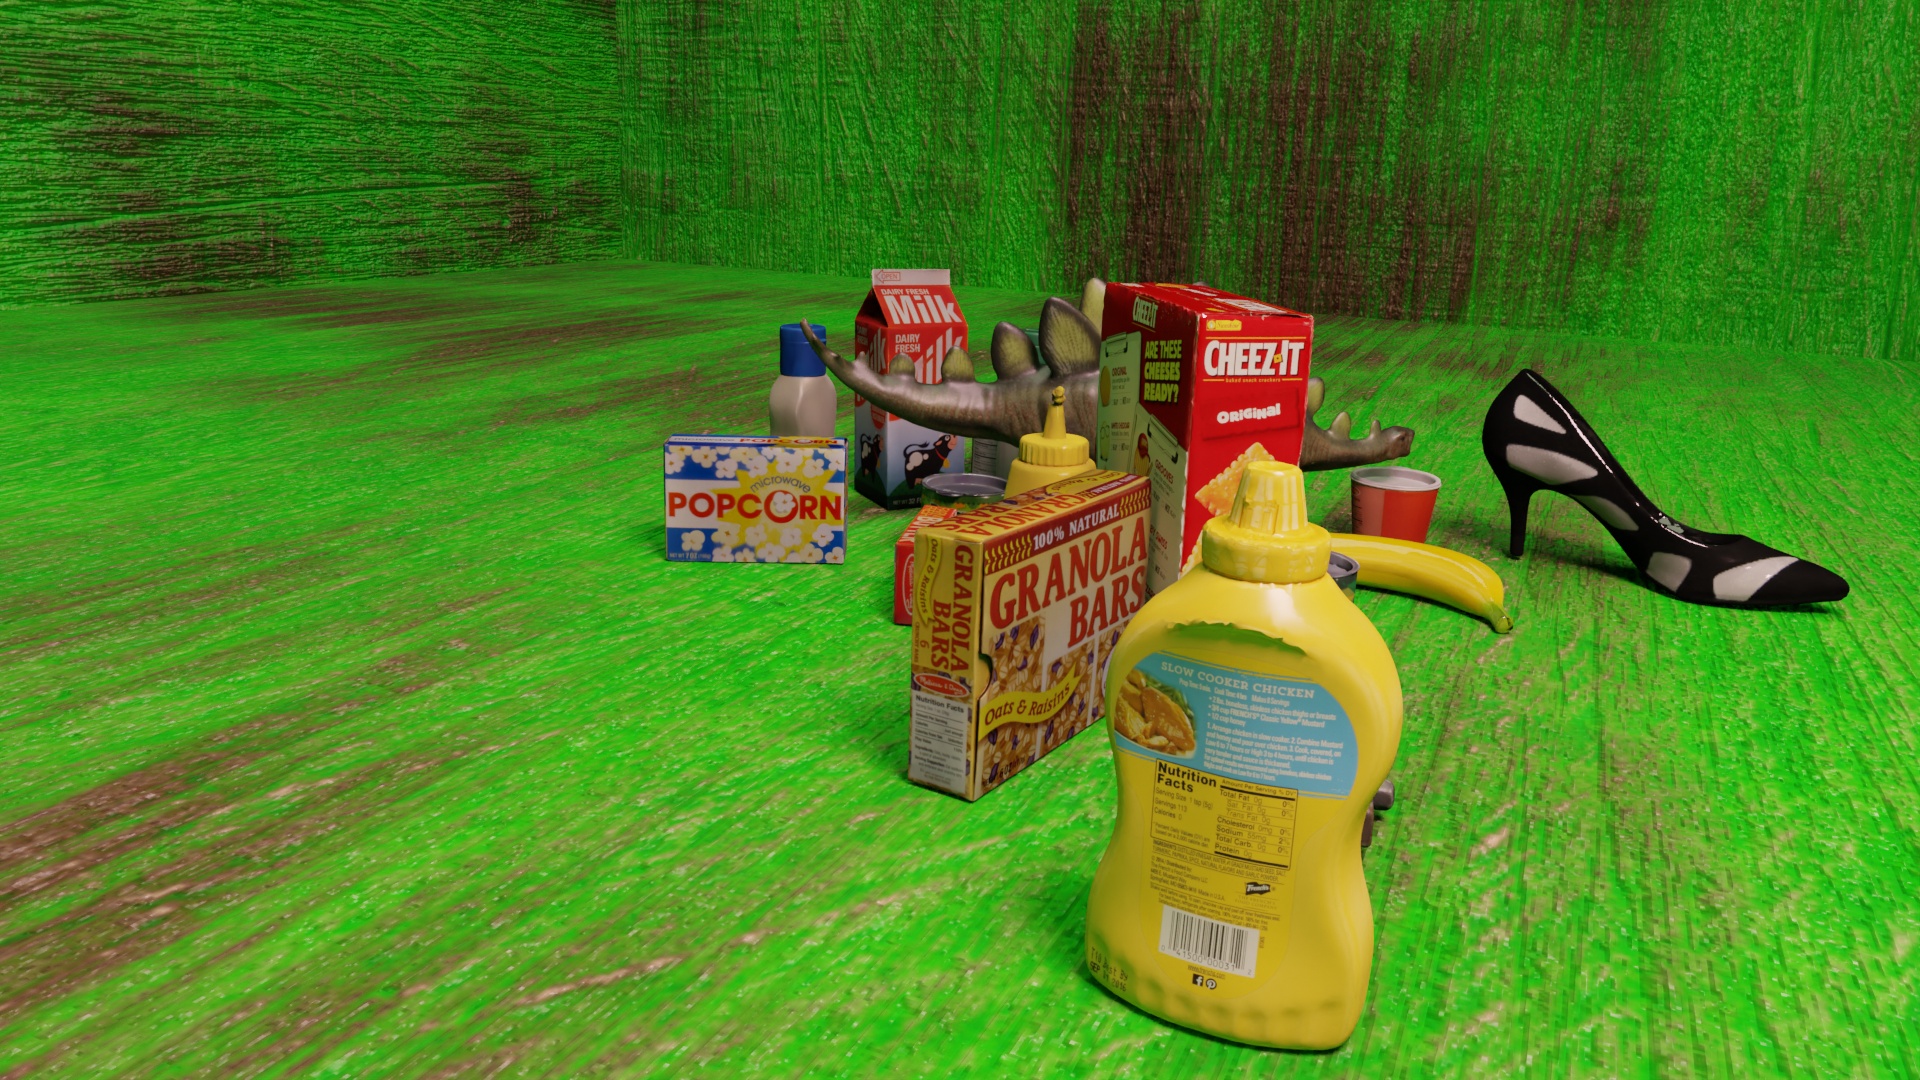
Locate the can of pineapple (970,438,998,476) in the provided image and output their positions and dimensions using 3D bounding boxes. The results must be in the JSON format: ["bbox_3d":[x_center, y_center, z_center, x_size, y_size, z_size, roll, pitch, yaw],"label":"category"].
[{"bbox_3d":[0.044,-0.085,1.249,0.071,0.057,0.071,2,15,0],"label":"can of pineapple"}]

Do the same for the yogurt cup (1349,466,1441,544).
[{"bbox_3d":[0.336,-0.024,1.081,0.072,0.053,0.072,2,15,0],"label":"yogurt cup"}]

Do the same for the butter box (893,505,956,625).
[{"bbox_3d":[-0.022,0.014,0.896,0.024,0.053,0.104,4,16,8],"label":"butter box"}]

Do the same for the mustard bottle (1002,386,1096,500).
[{"bbox_3d":[0.052,-0.010,0.796,0.049,0.159,0.065,16,21,42],"label":"mustard bottle"}]

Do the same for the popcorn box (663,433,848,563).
[{"bbox_3d":[-0.143,-0.029,0.976,0.127,0.085,0.038,1,15,-4],"label":"popcorn box"}]

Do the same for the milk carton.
[{"bbox_3d":[-0.042,-0.128,1.145,0.072,0.190,0.073,-6,17,-26],"label":"milk carton"}]

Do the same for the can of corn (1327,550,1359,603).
[{"bbox_3d":[0.199,0.040,0.827,0.071,0.058,0.071,2,15,0],"label":"can of corn"}]

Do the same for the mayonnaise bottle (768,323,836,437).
[{"bbox_3d":[-0.125,-0.096,1.100,0.041,0.147,0.065,11,18,30],"label":"mayonnaise bottle"}]

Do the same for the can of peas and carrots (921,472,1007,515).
[{"bbox_3d":[0.004,-0.012,0.984,0.071,0.058,0.071,2,15,0],"label":"can of peas and carrots"}]

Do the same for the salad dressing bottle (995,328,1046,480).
[{"bbox_3d":[0.060,-0.097,1.130,0.064,0.147,0.044,16,20,41],"label":"salad dressing bottle"}]

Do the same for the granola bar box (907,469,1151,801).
[{"bbox_3d":[0.039,0.040,0.683,0.039,0.123,0.166,12,18,32],"label":"granola bar box"}]
